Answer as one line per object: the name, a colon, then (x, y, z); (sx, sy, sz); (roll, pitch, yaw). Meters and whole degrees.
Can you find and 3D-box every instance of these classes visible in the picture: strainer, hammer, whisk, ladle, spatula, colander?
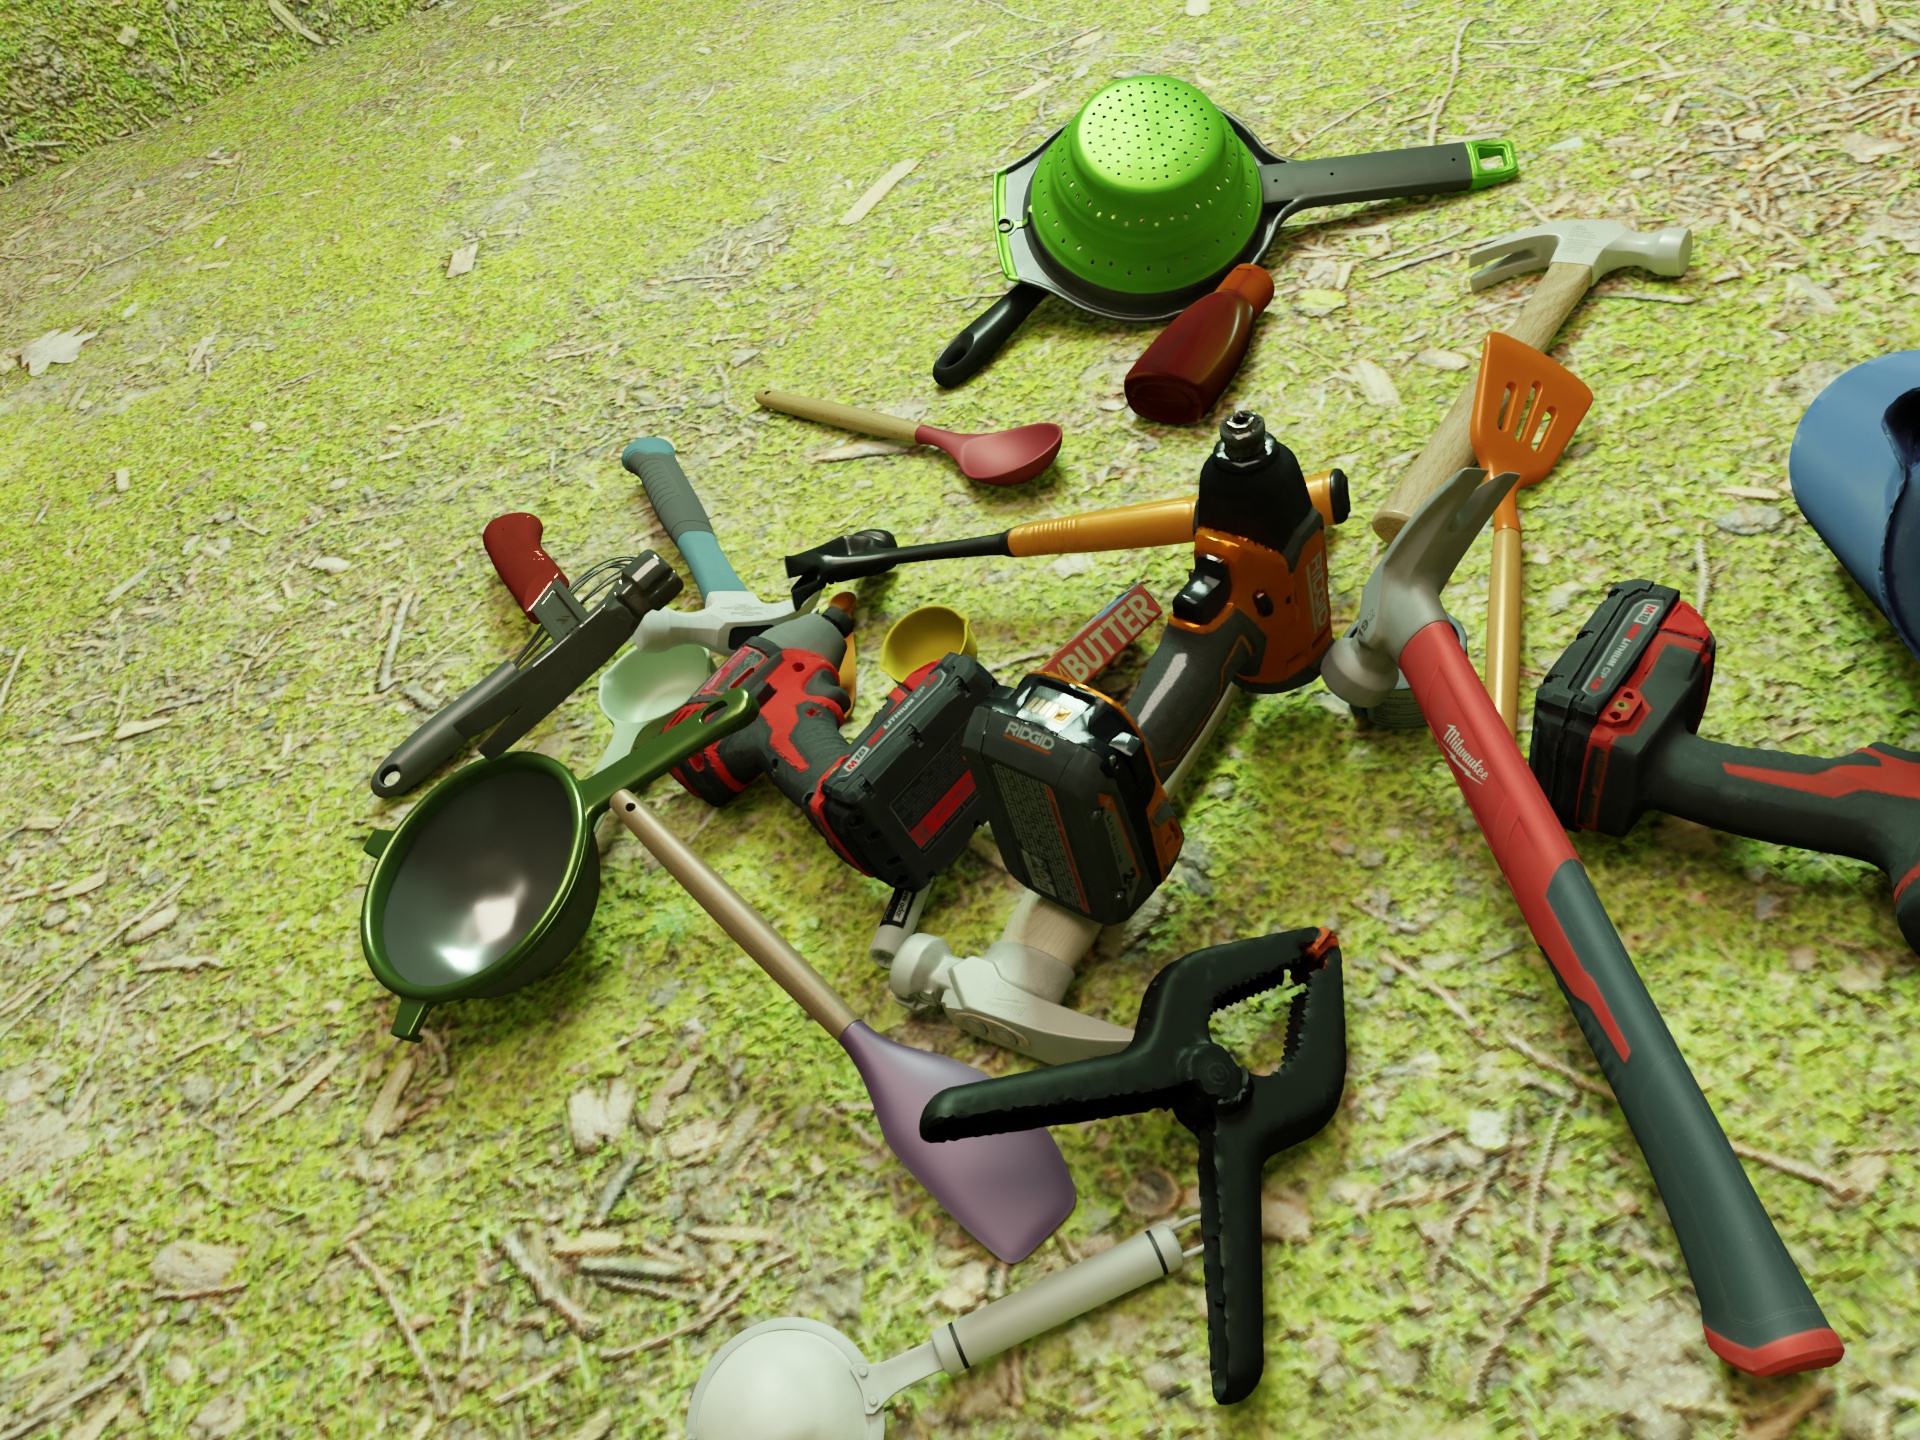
strainer: (-0.013, 0.258, 0.648); (0.258, 0.050, 0.087); (-23, 57, -7)
hammer: (-0.187, -0.129, 1.103); (0.128, 0.033, 0.331); (-1, 29, -23)
whisk: (0.079, -0.360, 1.252); (0.073, 0.073, 0.296); (28, 67, 41)
hammer: (0.345, -0.223, 1.013); (0.130, 0.031, 0.331); (17, 54, 35)
ladle: (-0.048, -0.215, 1.171); (0.316, 0.031, 0.069); (21, 54, 40)
spatula: (-0.068, 0.130, 0.761); (0.060, 0.018, 0.316); (-40, 62, -21)
hammer: (-0.283, -0.081, 1.042); (0.149, 0.036, 0.359); (-42, 27, -7)
whisk: (-0.295, -0.029, 1.066); (0.239, 0.055, 0.055); (-43, 46, -16)
strainer: (-0.210, 0.069, 0.883); (0.256, 0.069, 0.152); (-32, 49, 4)
hammer: (0.125, 0.009, 0.856); (0.146, 0.038, 0.411); (13, 51, 31)
spatula: (0.307, -0.090, 0.878); (0.081, 0.041, 0.323); (27, 51, -12)
hammer: (0.061, -0.111, 0.952); (0.337, 0.034, 0.127); (-5, 13, 23)
hammer: (0.257, 0.068, 0.658); (0.038, 0.143, 0.387); (2, 48, -21)
colander: (0.219, -0.416, 1.180); (0.397, 0.094, 0.205); (-6, 70, 3)

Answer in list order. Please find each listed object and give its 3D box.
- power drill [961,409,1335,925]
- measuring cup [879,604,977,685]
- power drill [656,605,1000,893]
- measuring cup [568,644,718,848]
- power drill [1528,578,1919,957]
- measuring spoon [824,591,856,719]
power drill: (0.101, -0.032, 0.763); (0.084, 0.164, 0.226); (23, 58, 35)
measuring cup: (-0.001, -0.003, 0.934); (0.062, 0.029, 0.157); (-29, 53, 8)
power drill: (-0.068, 0.003, 0.895); (0.143, 0.078, 0.220); (-47, 37, -19)
measuring cup: (-0.198, 0.020, 0.979); (0.083, 0.038, 0.168); (1, 51, 23)
power drill: (0.394, 0.010, 0.715); (0.227, 0.080, 0.188); (23, 50, 34)
measuring spoon: (-0.075, -0.040, 1.011); (0.021, 0.011, 0.117); (-12, 46, 9)
